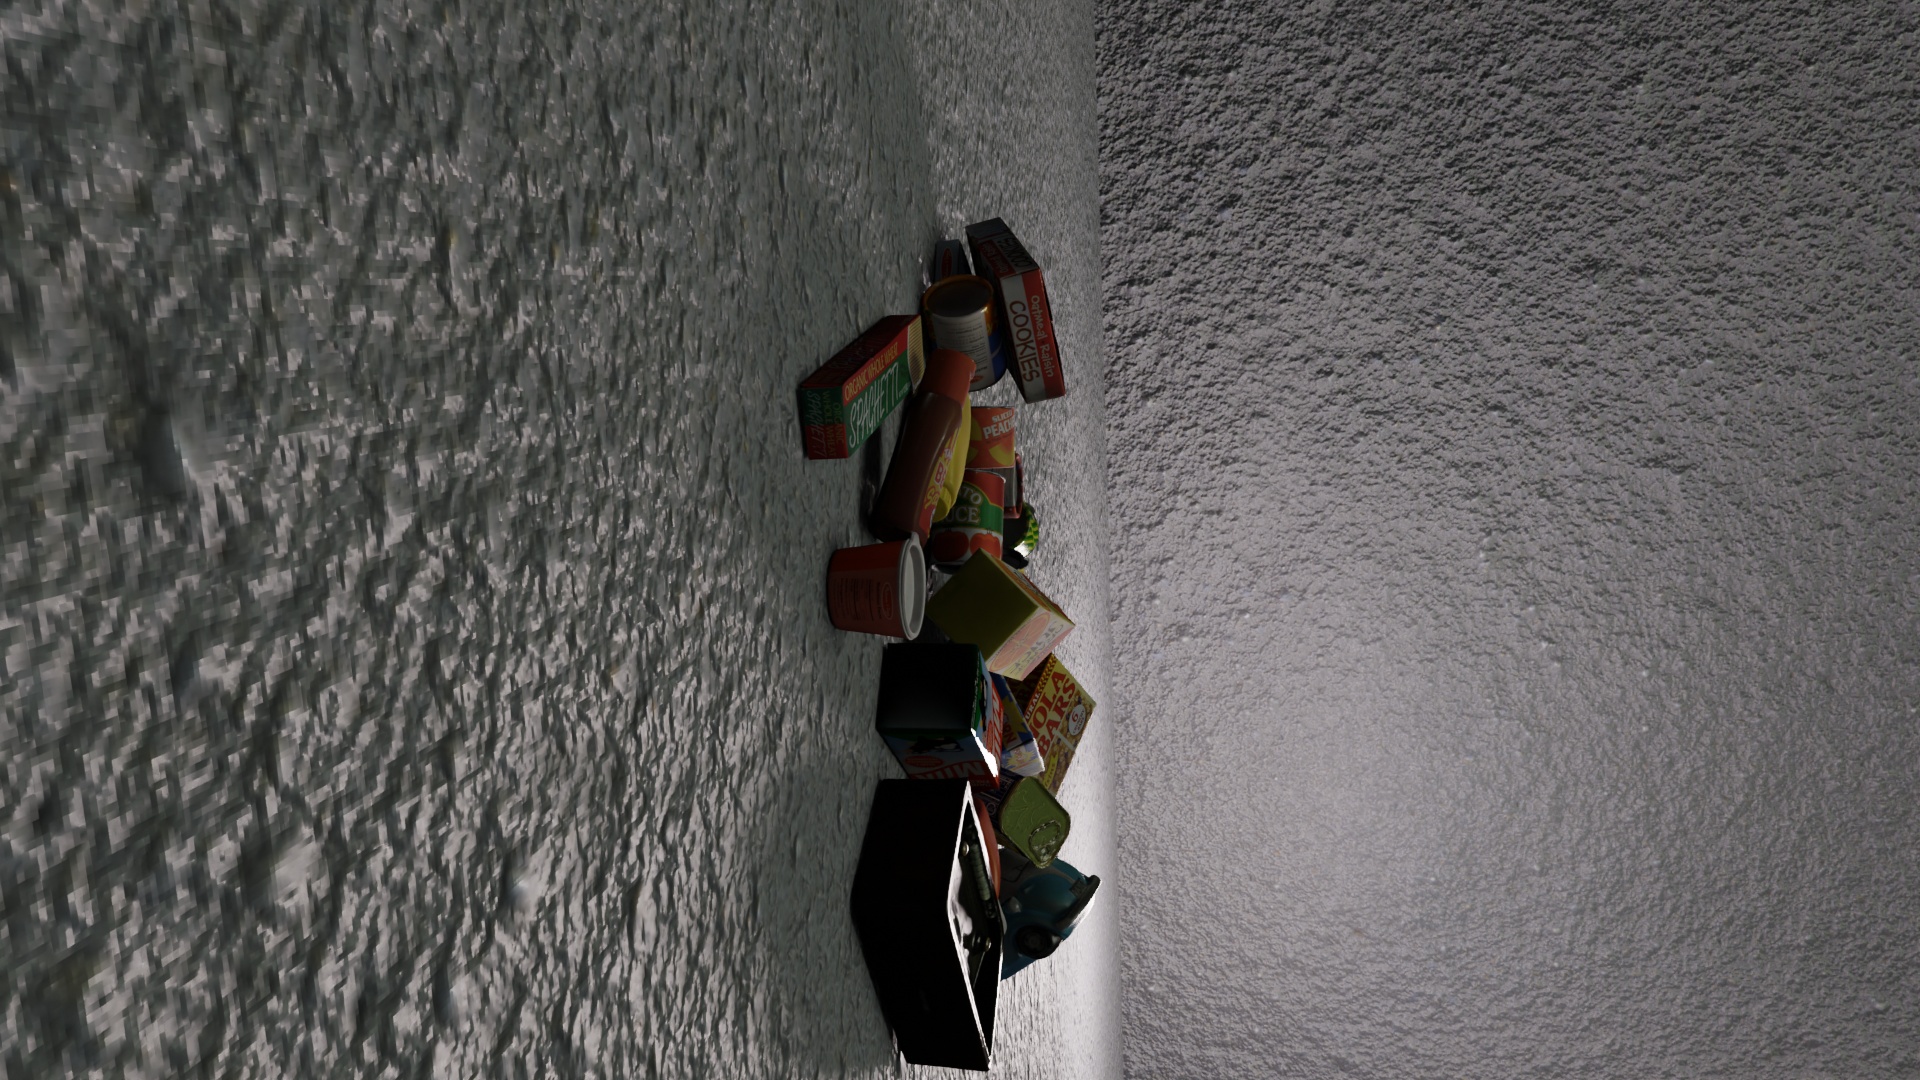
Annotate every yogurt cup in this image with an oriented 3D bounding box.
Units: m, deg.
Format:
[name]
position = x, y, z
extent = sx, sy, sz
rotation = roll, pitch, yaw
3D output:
[yogurt cup]
position = -0.056, 0.033, 0.931
extent = 0.072, 0.054, 0.072
rotation = -3, 92, -79

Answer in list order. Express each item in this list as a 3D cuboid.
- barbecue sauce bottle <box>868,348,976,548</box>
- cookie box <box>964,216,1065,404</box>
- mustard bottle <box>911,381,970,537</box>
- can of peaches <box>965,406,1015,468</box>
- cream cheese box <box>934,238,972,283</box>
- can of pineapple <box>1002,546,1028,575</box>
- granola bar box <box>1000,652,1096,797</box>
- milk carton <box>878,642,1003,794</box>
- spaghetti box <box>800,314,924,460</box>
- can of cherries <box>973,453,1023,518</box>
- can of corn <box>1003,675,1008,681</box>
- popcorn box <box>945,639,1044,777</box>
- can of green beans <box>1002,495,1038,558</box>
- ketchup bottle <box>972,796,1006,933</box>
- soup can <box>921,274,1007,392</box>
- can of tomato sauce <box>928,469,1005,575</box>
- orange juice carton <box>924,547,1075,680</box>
[barbecue sauce bottle]
position = -0.026, -0.070, 1.035
extent = 0.064, 0.044, 0.149
rotation = 86, 20, -74
[cookie box]
position = 0.050, -0.214, 1.276
extent = 0.168, 0.040, 0.122
rotation = -111, -175, -60
[mustard bottle]
position = -0.023, -0.064, 1.132
extent = 0.065, 0.049, 0.161
rotation = 79, 16, -46
[can of peaches]
position = 0.020, -0.097, 1.303
extent = 0.071, 0.071, 0.058
rotation = -21, 111, -79
[cream cheese box]
position = -0.003, -0.236, 1.316
extent = 0.103, 0.024, 0.053
rotation = 62, 29, -68
[can of pineapple]
position = 0.033, 0.046, 1.367
extent = 0.071, 0.071, 0.057
rotation = -71, 158, -61
[granola bar box]
position = 0.067, 0.206, 1.386
extent = 0.124, 0.039, 0.166
rotation = 49, 60, -48
[milk carton]
position = -0.009, 0.151, 1.124
extent = 0.189, 0.073, 0.072
rotation = 69, 22, -62
[spaghetti box]
position = -0.064, -0.112, 0.971
extent = 0.251, 0.029, 0.050
rotation = -63, 151, -69
[can of cherries]
position = 0.030, -0.055, 1.385
extent = 0.071, 0.058, 0.071
rotation = -3, 92, -79
[can of corn]
position = 0.046, 0.155, 1.433
extent = 0.071, 0.071, 0.058
rotation = -64, 152, -67
[popcorn box]
position = 0.032, 0.155, 1.297
extent = 0.085, 0.038, 0.127
rotation = 72, -8, -60
[can of green beans]
position = 0.045, -0.014, 1.441
extent = 0.057, 0.071, 0.071
rotation = 48, 42, -74
[ketchup bottle]
position = 0.006, 0.282, 1.174
extent = 0.044, 0.065, 0.148
rotation = -79, 157, -55
[soup can]
position = 0.004, -0.186, 1.236
extent = 0.083, 0.071, 0.072
rotation = 78, 16, -46
[can of tomato sauce]
position = 0.004, -0.015, 1.228
extent = 0.071, 0.071, 0.083
rotation = 51, 40, -73
[orange juice carton]
position = 0.041, 0.070, 1.204
extent = 0.072, 0.073, 0.192
rotation = -47, 162, 4
